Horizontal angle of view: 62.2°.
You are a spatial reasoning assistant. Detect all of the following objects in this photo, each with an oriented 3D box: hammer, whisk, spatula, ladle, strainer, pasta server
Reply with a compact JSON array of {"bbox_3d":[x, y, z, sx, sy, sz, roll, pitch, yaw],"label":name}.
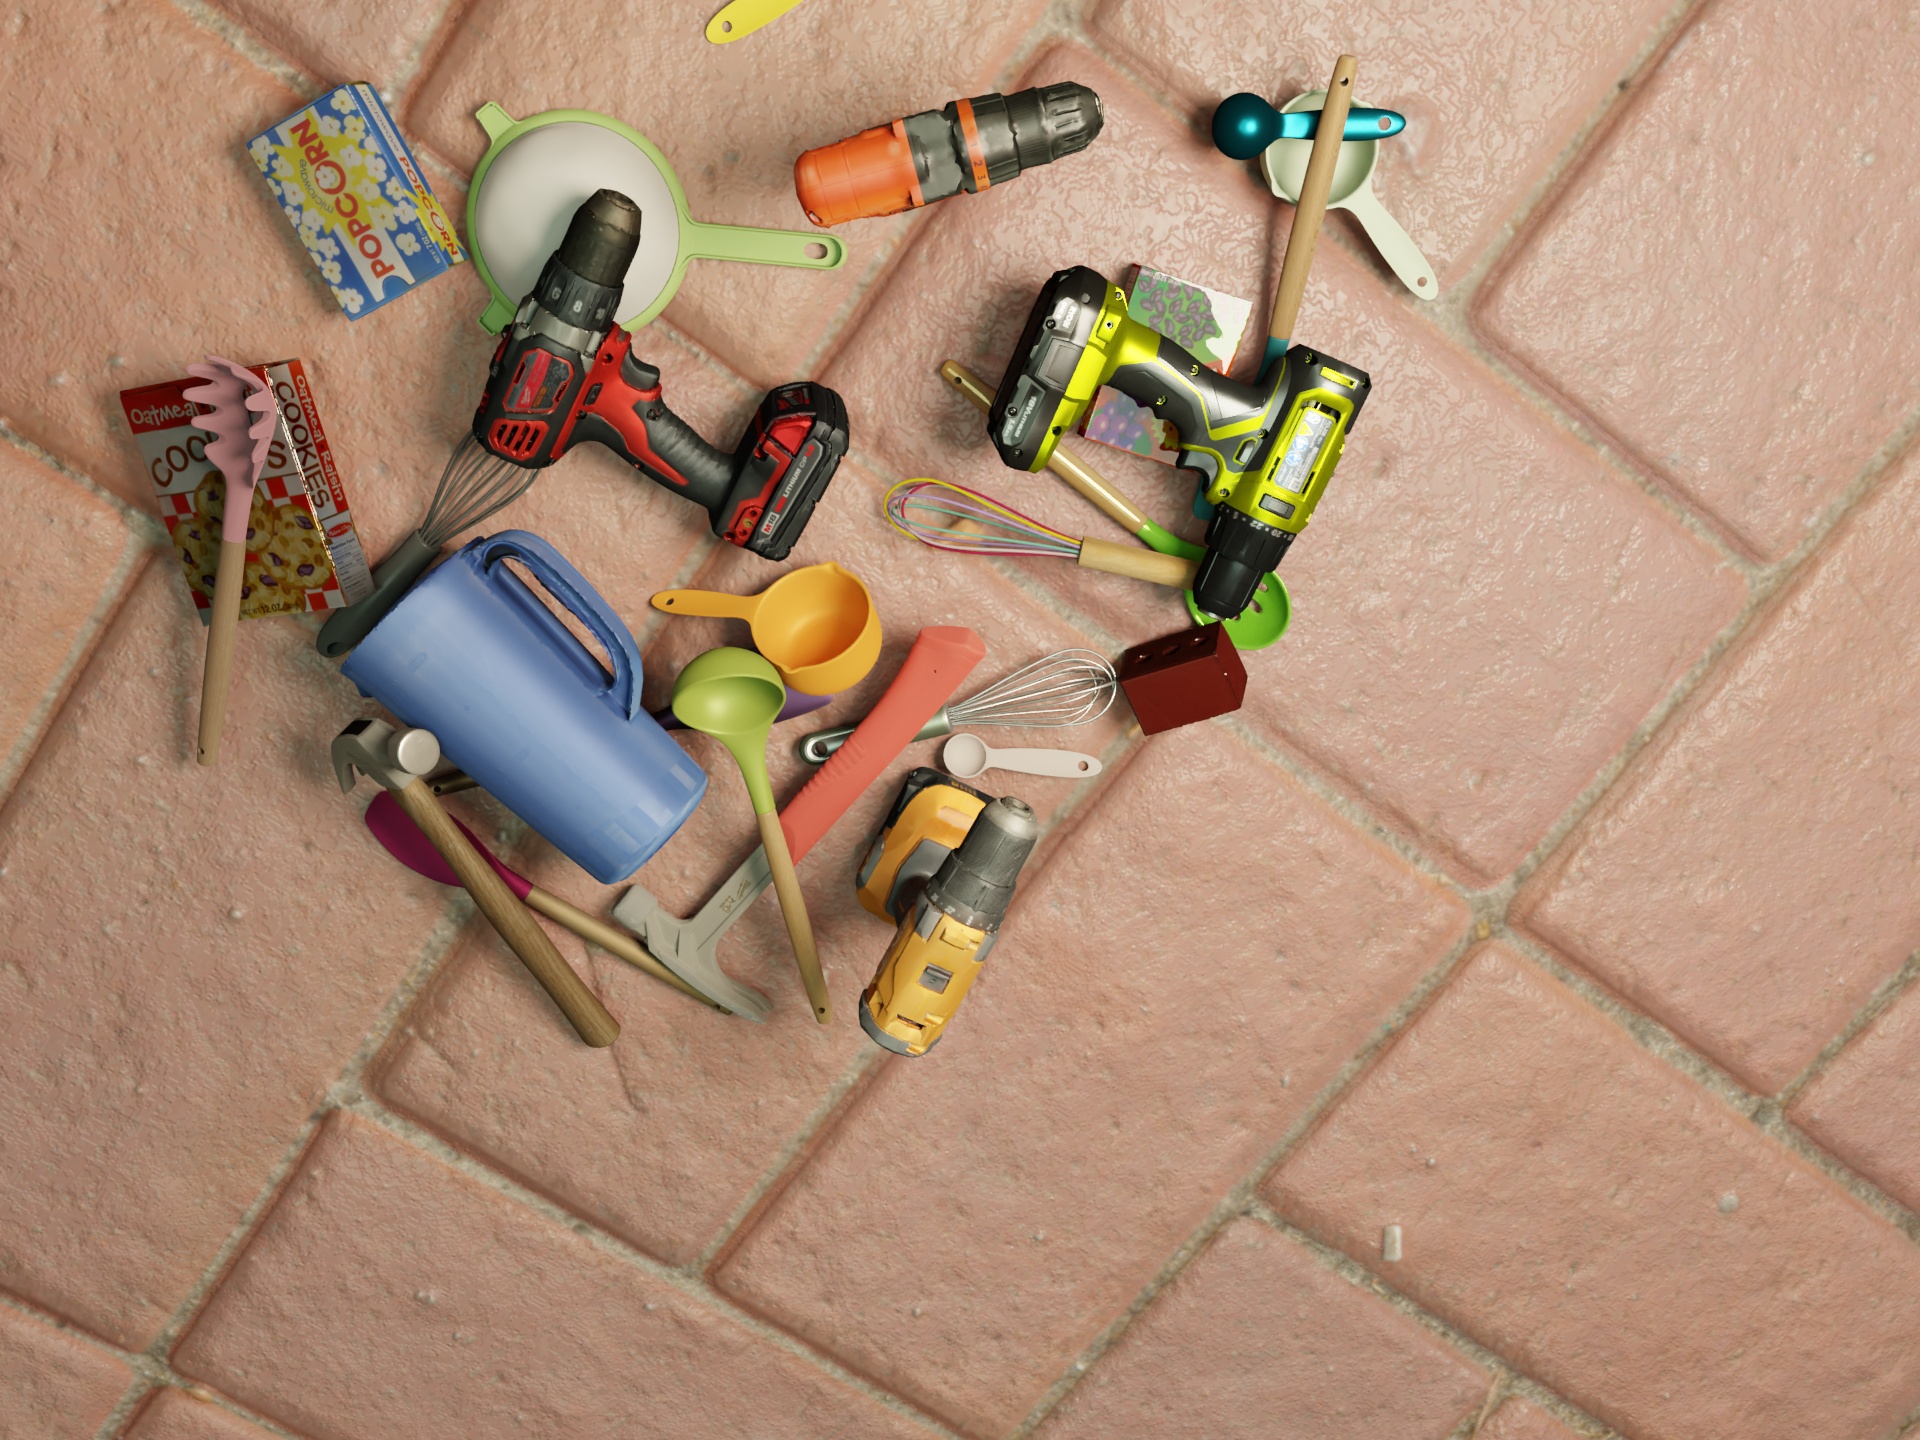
[{"bbox_3d":[-0.347,0.126,1.169,0.130,0.031,0.331,6,136,40],"label":"hammer"},{"bbox_3d":[0.065,-0.128,1.130,0.245,0.051,0.047,13,102,-1],"label":"whisk"},{"bbox_3d":[0.226,-0.282,1.079,0.082,0.044,0.317,7,124,-1],"label":"spatula"},{"bbox_3d":[-0.251,0.007,1.184,0.316,0.018,0.059,-17,104,2],"label":"spatula"},{"bbox_3d":[-0.134,0.093,1.141,0.078,0.062,0.320,-12,114,2],"label":"ladle"},{"bbox_3d":[-0.204,-0.319,1.051,0.256,0.069,0.151,5,108,-3],"label":"strainer"},{"bbox_3d":[-0.500,-0.098,1.073,0.060,0.040,0.316,30,119,16],"label":"pasta server"},{"bbox_3d":[-0.002,-0.004,1.180,0.246,0.059,0.058,-13,97,6],"label":"whisk"},{"bbox_3d":[-0.378,-0.126,1.119,0.239,0.055,0.055,-43,106,15],"label":"whisk"},{"bbox_3d":[-0.100,0.071,1.177,0.149,0.037,0.359,39,111,-11],"label":"hammer"}]

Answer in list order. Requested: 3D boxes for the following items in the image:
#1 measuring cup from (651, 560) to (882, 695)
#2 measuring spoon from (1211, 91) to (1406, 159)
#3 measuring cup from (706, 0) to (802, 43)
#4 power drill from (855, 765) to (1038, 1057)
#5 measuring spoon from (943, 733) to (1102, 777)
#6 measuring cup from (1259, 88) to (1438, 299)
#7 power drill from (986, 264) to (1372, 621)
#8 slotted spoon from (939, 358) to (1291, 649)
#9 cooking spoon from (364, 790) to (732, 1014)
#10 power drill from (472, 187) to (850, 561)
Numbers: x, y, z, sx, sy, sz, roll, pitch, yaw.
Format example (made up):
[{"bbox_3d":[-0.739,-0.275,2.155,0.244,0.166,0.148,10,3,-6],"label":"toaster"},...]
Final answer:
[{"bbox_3d":[-0.139,-0.066,1.148,0.174,0.095,0.052,8,152,20],"label":"measuring cup"},{"bbox_3d":[0.229,-0.388,1.036,0.128,0.021,0.042,-2,108,-2],"label":"measuring spoon"},{"bbox_3d":[-0.095,-0.481,1.032,0.156,0.029,0.062,-22,109,17],"label":"measuring cup"},{"bbox_3d":[-0.009,0.107,1.120,0.084,0.226,0.185,25,105,-11],"label":"power drill"},{"bbox_3d":[0.047,0.032,1.211,0.124,0.018,0.034,5,77,-11],"label":"measuring spoon"},{"bbox_3d":[0.269,-0.353,1.083,0.083,0.038,0.167,-41,108,10],"label":"measuring cup"},{"bbox_3d":[0.138,-0.186,1.068,0.228,0.080,0.190,21,106,-10],"label":"power drill"},{"bbox_3d":[0.112,-0.158,1.144,0.313,0.031,0.070,37,117,-11],"label":"slotted spoon"},{"bbox_3d":[-0.311,0.145,1.226,0.318,0.017,0.068,33,120,-13],"label":"cooking spoon"},{"bbox_3d":[-0.186,-0.222,1.047,0.226,0.080,0.188,22,116,-21],"label":"power drill"}]
